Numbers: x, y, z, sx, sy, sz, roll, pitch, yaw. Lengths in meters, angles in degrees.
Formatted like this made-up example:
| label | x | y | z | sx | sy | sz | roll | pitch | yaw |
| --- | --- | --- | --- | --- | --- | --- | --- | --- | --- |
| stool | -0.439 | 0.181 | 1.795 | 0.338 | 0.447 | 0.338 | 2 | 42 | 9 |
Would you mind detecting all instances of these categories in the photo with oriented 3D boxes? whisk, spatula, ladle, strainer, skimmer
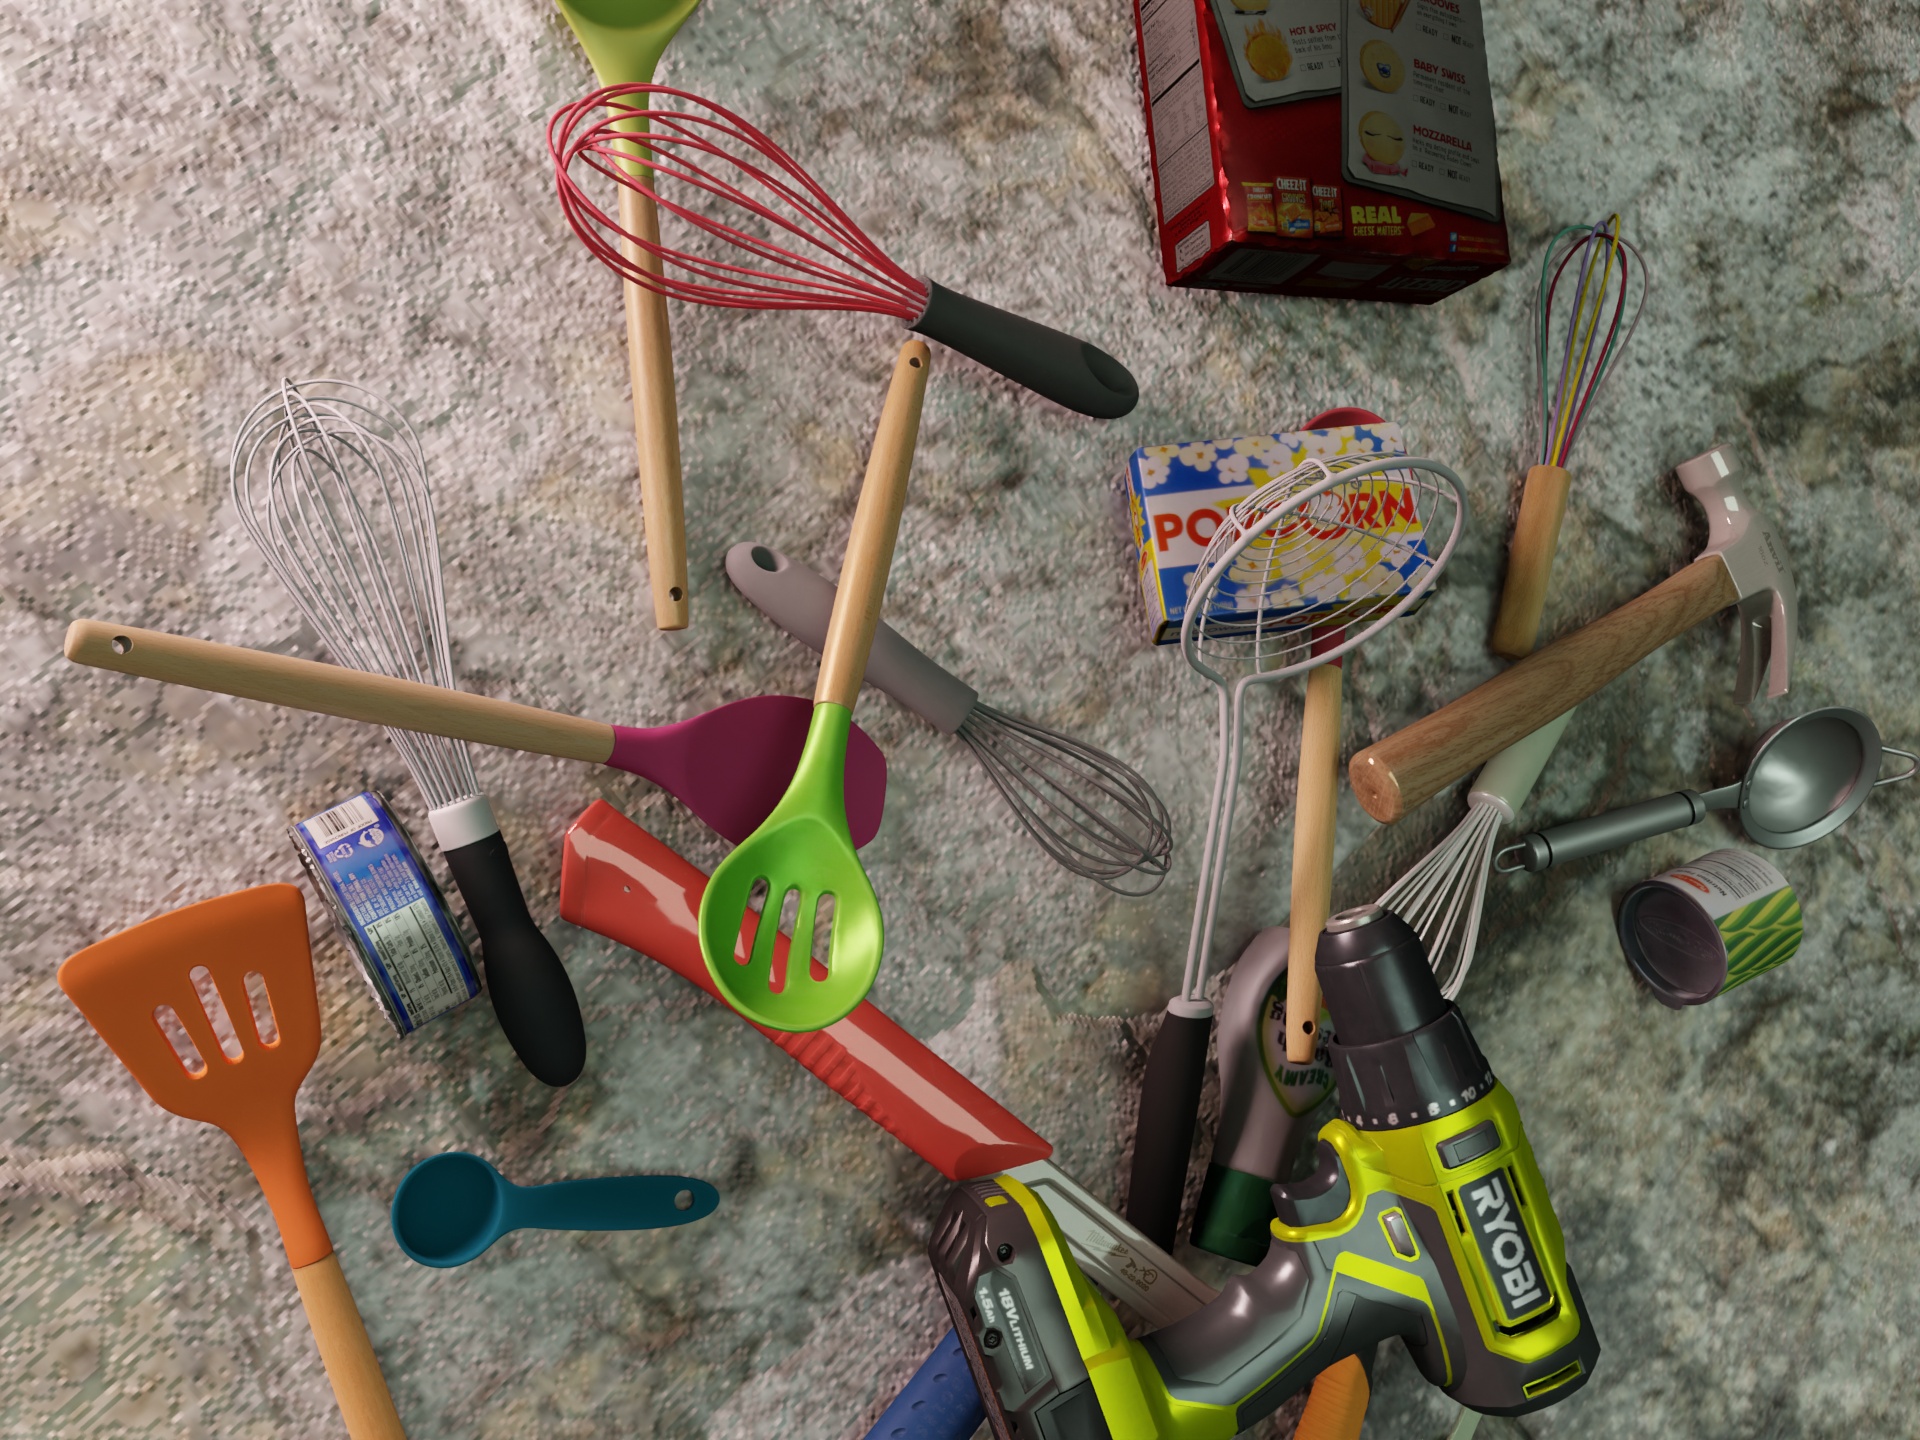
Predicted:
| label | x | y | z | sx | sy | sz | roll | pitch | yaw |
| --- | --- | --- | --- | --- | --- | --- | --- | --- | --- |
| whisk | 0.259 | 0.050 | 0.785 | 0.246 | 0.058 | 0.059 | -53 | 139 | -21 |
| whisk | 0.310 | -0.150 | 0.825 | 0.051 | 0.047 | 0.245 | 18 | 81 | -20 |
| spatula | -0.226 | 0.219 | 0.573 | 0.081 | 0.041 | 0.322 | -20 | 93 | -23 |
| ladle | -0.127 | -0.197 | 0.648 | 0.078 | 0.062 | 0.320 | -4 | 89 | -28 |
| whisk | -0.199 | 0.008 | 0.597 | 0.070 | 0.070 | 0.284 | -22 | 98 | -22 |
| ladle | 0.169 | 0.000 | 0.736 | 0.069 | 0.031 | 0.316 | 11 | 71 | -7 |
| strainer | 0.387 | 0.042 | 0.836 | 0.258 | 0.050 | 0.086 | -13 | 118 | -17 |
| whisk | -0.002 | -0.001 | 0.684 | 0.239 | 0.055 | 0.055 | 35 | 73 | -10 |
| skimmer | 0.126 | 0.070 | 0.660 | 0.127 | 0.090 | 0.363 | 4 | 98 | -39 |
| whisk | -0.034 | -0.179 | 0.657 | 0.295 | 0.073 | 0.073 | 14 | 79 | -37 |

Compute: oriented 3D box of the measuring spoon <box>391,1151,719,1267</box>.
| label | x | y | z | sx | sy | sz | roll | pitch | yaw |
| --- | --- | --- | --- | --- | --- | --- | --- | --- | --- |
| measuring spoon | -0.157 | 0.188 | 0.620 | 0.128 | 0.021 | 0.042 | 8 | 81 | -30 |

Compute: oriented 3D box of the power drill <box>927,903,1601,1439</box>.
| label | x | y | z | sx | sy | sz | roll | pitch | yaw |
| --- | --- | --- | --- | --- | --- | --- | --- | --- | --- |
| power drill | 0.110 | 0.191 | 0.594 | 0.228 | 0.080 | 0.190 | -20 | 89 | -12 |

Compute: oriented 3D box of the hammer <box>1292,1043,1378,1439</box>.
| label | x | y | z | sx | sy | sz | roll | pitch | yaw |
| --- | --- | --- | --- | --- | --- | --- | --- | --- | --- |
| hammer | 0.163 | 0.311 | 0.707 | 0.127 | 0.034 | 0.337 | 28 | 77 | -42 |

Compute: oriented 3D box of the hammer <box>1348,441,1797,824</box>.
| label | x | y | z | sx | sy | sz | roll | pitch | yaw |
| --- | --- | --- | --- | --- | --- | --- | --- | --- | --- |
| hammer | 0.312 | -0.029 | 0.786 | 0.331 | 0.031 | 0.130 | -26 | 91 | -30 |

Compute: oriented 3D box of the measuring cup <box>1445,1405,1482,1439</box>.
| label | x | y | z | sx | sy | sz | roll | pitch | yaw |
| --- | --- | --- | --- | --- | --- | --- | --- | --- | --- |
| measuring cup | 0.210 | 0.296 | 0.702 | 0.083 | 0.038 | 0.168 | 45 | 68 | -39 |

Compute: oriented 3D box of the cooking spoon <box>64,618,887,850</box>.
| label | x | y | z | sx | sy | sz | roll | pitch | yaw |
| --- | --- | --- | --- | --- | --- | --- | --- | --- | --- |
| cooking spoon | -0.155 | 0.004 | 0.591 | 0.318 | 0.017 | 0.069 | 14 | 79 | -39 |

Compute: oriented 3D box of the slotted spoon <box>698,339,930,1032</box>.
| label | x | y | z | sx | sy | sz | roll | pitch | yaw |
| --- | --- | --- | --- | --- | --- | --- | --- | --- | --- |
| slotted spoon | -0.044 | -0.026 | 0.638 | 0.070 | 0.031 | 0.314 | 16 | 64 | -12 |

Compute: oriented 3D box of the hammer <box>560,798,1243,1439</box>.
| label | x | y | z | sx | sy | sz | roll | pitch | yaw |
| --- | --- | --- | --- | --- | --- | --- | --- | --- | --- |
| hammer | -0.006 | 0.147 | 0.635 | 0.359 | 0.037 | 0.149 | 39 | 81 | -4 |

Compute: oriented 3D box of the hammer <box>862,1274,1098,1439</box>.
| label | x | y | z | sx | sy | sz | roll | pitch | yaw |
| --- | --- | --- | --- | --- | --- | --- | --- | --- | --- |
| hammer | -0.081 | 0.365 | 0.606 | 0.144 | 0.035 | 0.405 | 42 | 68 | 6 |
